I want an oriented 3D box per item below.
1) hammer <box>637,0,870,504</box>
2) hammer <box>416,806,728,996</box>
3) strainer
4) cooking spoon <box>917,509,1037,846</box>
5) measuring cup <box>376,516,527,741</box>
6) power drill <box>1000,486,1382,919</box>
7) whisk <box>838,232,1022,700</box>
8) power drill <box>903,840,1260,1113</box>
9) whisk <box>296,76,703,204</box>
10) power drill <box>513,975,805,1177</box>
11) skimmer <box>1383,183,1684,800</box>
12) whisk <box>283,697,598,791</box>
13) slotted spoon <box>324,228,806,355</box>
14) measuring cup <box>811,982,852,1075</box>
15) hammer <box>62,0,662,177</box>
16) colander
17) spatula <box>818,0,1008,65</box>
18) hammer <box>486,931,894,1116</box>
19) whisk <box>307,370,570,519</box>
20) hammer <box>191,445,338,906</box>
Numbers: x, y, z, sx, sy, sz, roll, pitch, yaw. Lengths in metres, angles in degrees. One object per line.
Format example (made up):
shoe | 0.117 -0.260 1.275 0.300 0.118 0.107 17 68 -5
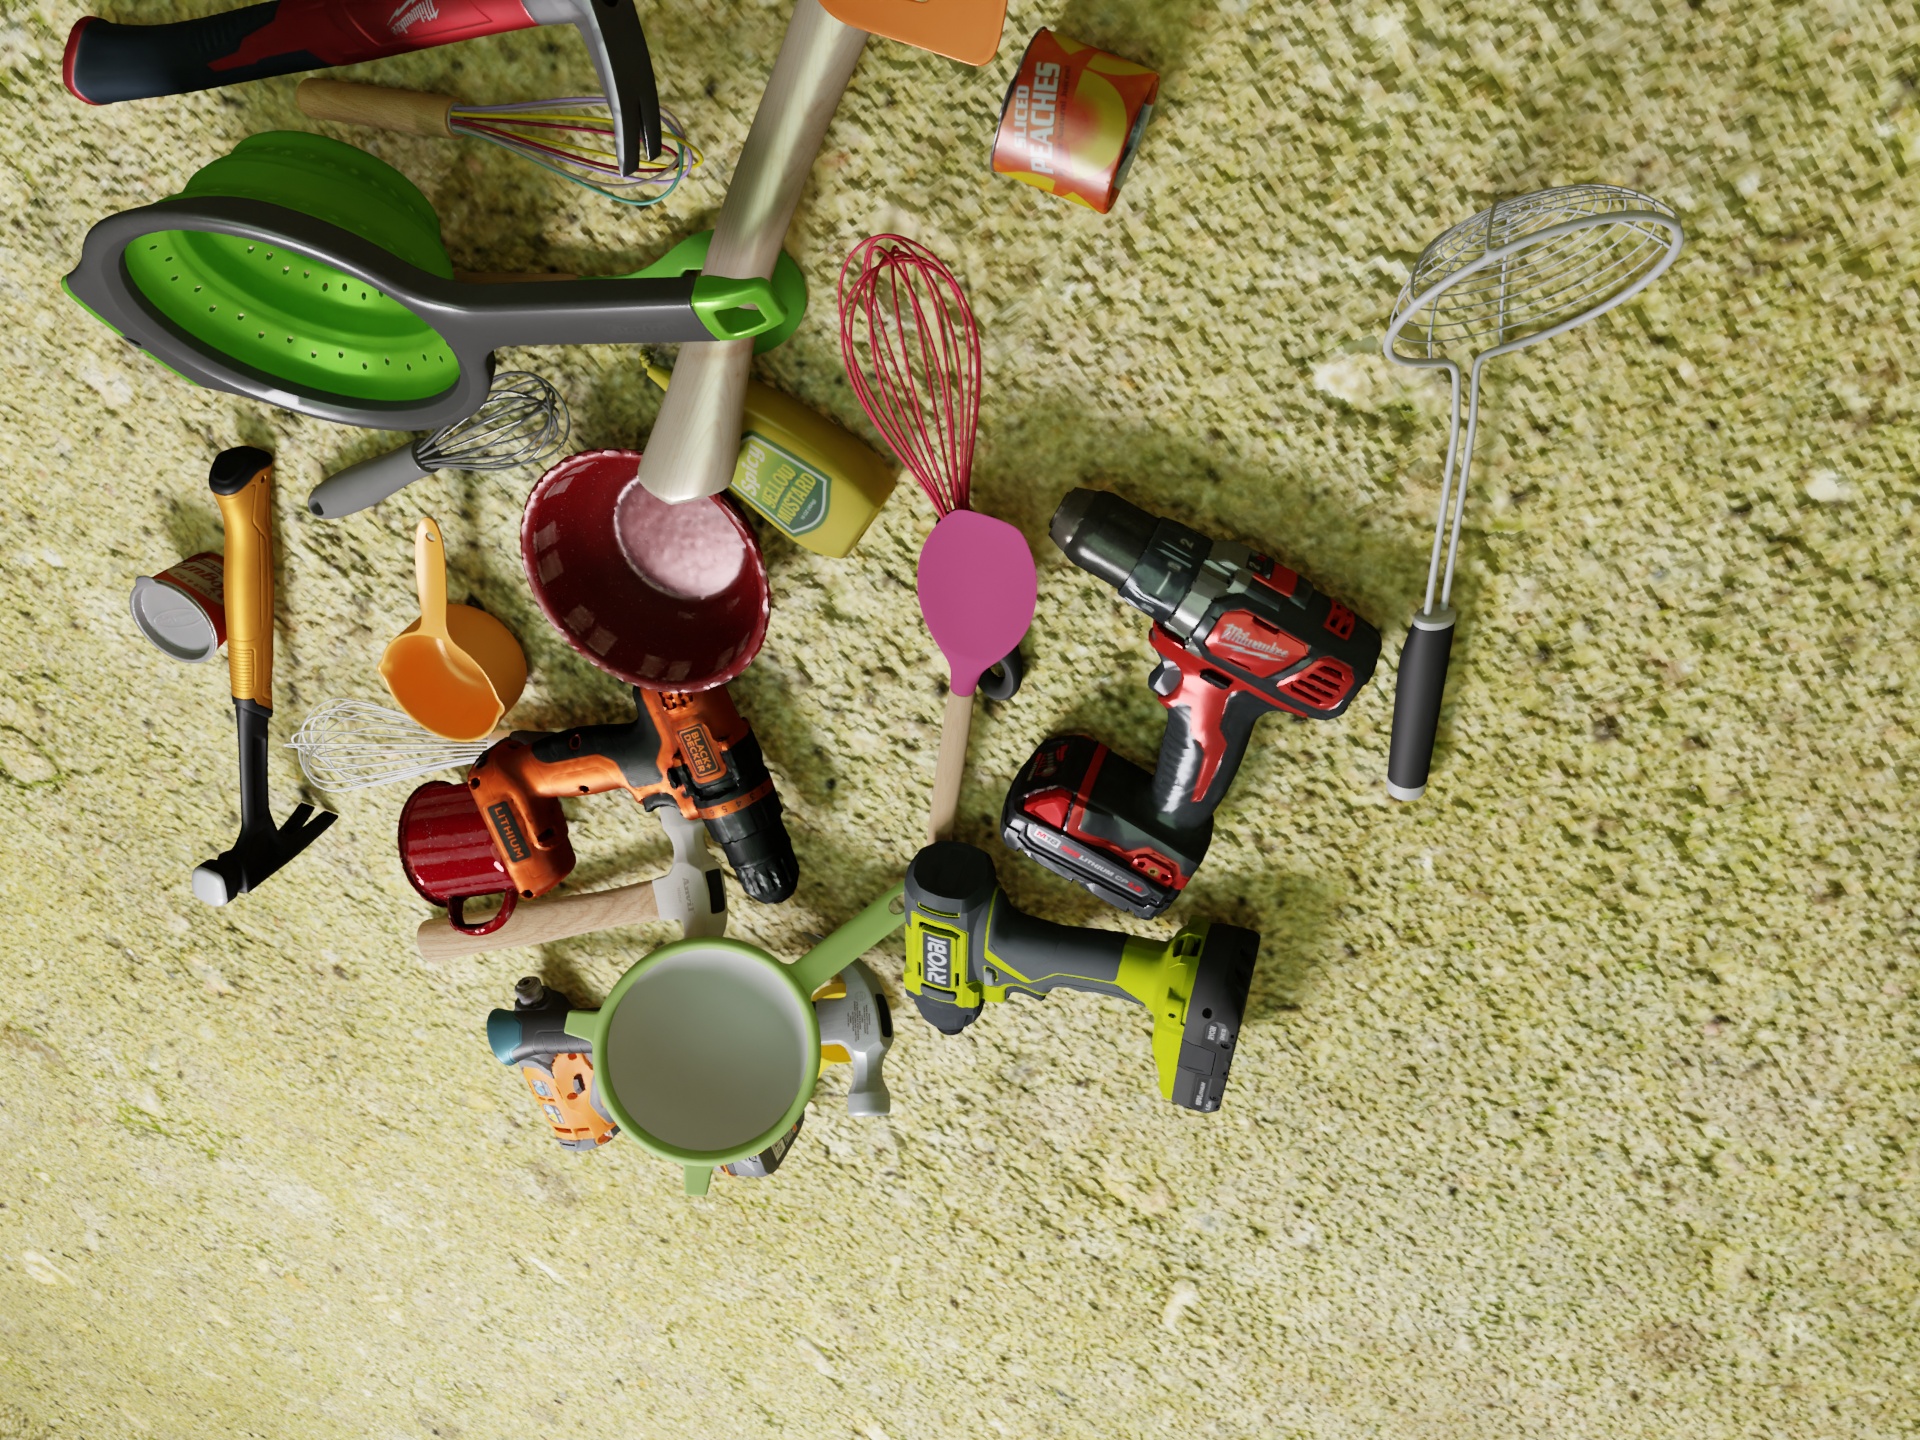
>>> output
hammer | -0.091 -0.285 0.761 0.146 0.038 0.410 29 123 1
hammer | -0.296 0.149 1.182 0.331 0.031 0.130 -14 86 36
strainer | -0.128 0.188 1.086 0.151 0.256 0.069 53 172 0
cooking spoon | -0.002 -0.003 0.949 0.069 0.017 0.318 19 139 9
measuring cup | -0.331 -0.068 1.045 0.095 0.052 0.173 17 128 10
power drill | 0.101 -0.012 0.897 0.188 0.080 0.226 29 128 -1
whisk | -0.006 -0.126 0.869 0.073 0.073 0.295 1 131 21
power drill | 0.072 0.173 1.040 0.223 0.080 0.171 14 136 13
whisk | -0.245 -0.311 0.837 0.245 0.047 0.051 14 117 17
power drill | -0.250 0.274 1.250 0.226 0.084 0.164 1 124 26
skimmer | 0.252 -0.084 0.770 0.127 0.090 0.363 -13 129 -11
whisk | -0.348 0.018 1.115 0.284 0.070 0.070 0 125 17
slotted spoon | -0.235 -0.240 0.893 0.314 0.031 0.070 6 122 20
measuring cup | -0.115 0.258 1.175 0.062 0.029 0.156 33 104 -12
hammer | -0.321 -0.335 0.810 0.386 0.038 0.143 5 128 30
colander | -0.266 -0.239 0.820 0.397 0.094 0.204 3 161 19
spatula | -0.115 -0.347 0.704 0.323 0.041 0.081 23 121 34
hammer | -0.204 0.225 1.158 0.331 0.128 0.033 -6 166 21
whisk | -0.328 -0.161 0.981 0.239 0.055 0.055 -13 119 34
hammer | -0.493 -0.034 1.119 0.034 0.127 0.336 18 120 10
